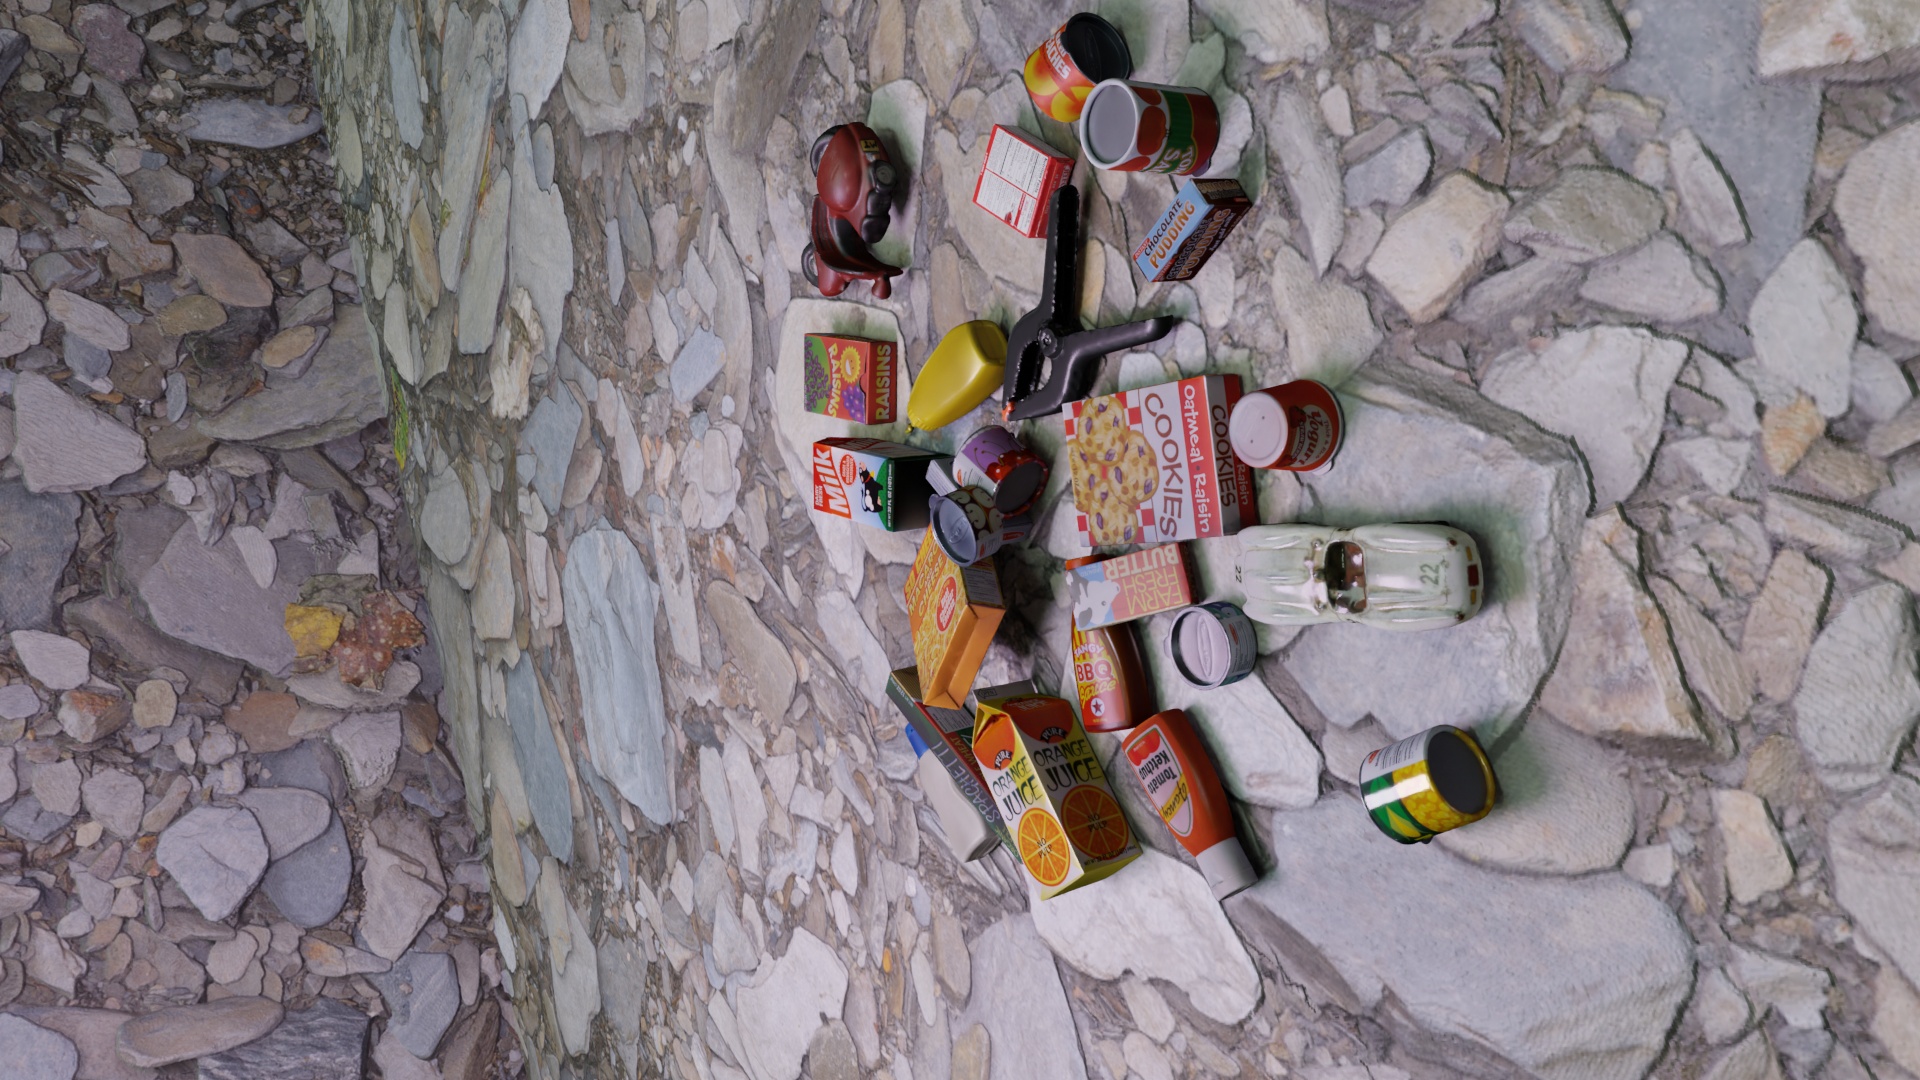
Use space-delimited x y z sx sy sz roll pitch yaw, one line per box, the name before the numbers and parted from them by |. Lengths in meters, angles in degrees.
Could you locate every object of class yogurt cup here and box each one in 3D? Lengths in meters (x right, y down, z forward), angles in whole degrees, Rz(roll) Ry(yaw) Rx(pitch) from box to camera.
yogurt cup | 0.229 -0.081 0.991 0.072 0.054 0.072 12 105 52

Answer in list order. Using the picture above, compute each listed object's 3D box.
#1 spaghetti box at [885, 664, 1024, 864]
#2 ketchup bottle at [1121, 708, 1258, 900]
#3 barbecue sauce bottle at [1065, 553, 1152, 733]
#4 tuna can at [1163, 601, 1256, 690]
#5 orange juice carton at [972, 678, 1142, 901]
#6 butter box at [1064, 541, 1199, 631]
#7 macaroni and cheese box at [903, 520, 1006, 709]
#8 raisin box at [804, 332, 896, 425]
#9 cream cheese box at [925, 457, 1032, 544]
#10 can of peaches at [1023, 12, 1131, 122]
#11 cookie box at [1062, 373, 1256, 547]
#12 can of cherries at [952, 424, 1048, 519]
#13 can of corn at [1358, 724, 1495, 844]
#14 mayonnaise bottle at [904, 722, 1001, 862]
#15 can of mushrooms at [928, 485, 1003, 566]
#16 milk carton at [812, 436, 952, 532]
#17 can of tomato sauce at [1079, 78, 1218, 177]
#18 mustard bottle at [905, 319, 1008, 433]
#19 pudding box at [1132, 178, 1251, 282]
spaghetti box | 0.012 0.210 1.339 0.251 0.050 0.028 47 133 38
ketchup bottle | 0.186 0.212 1.111 0.064 0.044 0.149 -52 57 44
barbecue sauce bottle | 0.121 0.086 1.176 0.064 0.044 0.148 -16 83 50
tuna can | 0.195 0.082 1.085 0.071 0.033 0.071 13 107 52
orange juice carton | 0.076 0.212 1.235 0.072 0.072 0.193 -49 58 45
butter box | 0.139 0.038 1.125 0.103 0.024 0.053 -16 81 28
macaroni and cheese box | -0.008 0.055 1.291 0.167 0.040 0.123 -103 30 -53
raisin box | -0.117 -0.171 1.451 0.123 0.040 0.086 17 109 50
cream cheese box | 0.016 -0.038 1.285 0.104 0.053 0.024 53 136 34
can of peaches | 0.091 -0.377 1.108 0.058 0.071 0.071 -25 77 53
cookie box | 0.156 -0.061 1.106 0.167 0.040 0.123 -5 92 54
can of cherries | 0.038 -0.062 1.241 0.058 0.072 0.071 42 128 35
can of corn | 0.310 0.163 0.919 0.058 0.071 0.071 -40 65 49
mayonnaise bottle | -0.008 0.242 1.381 0.148 0.041 0.064 60 137 28
can of mushrooms | 0.004 -0.015 1.220 0.071 0.033 0.070 37 140 40
milk carton | -0.092 -0.061 1.408 0.190 0.074 0.072 17 110 51
can of tomato sauce | 0.141 -0.308 1.043 0.071 0.083 0.071 13 106 52
mustard bottle | -0.012 -0.144 1.306 0.159 0.049 0.065 -41 64 49
pudding box | 0.173 -0.233 1.043 0.083 0.050 0.030 -51 58 44
